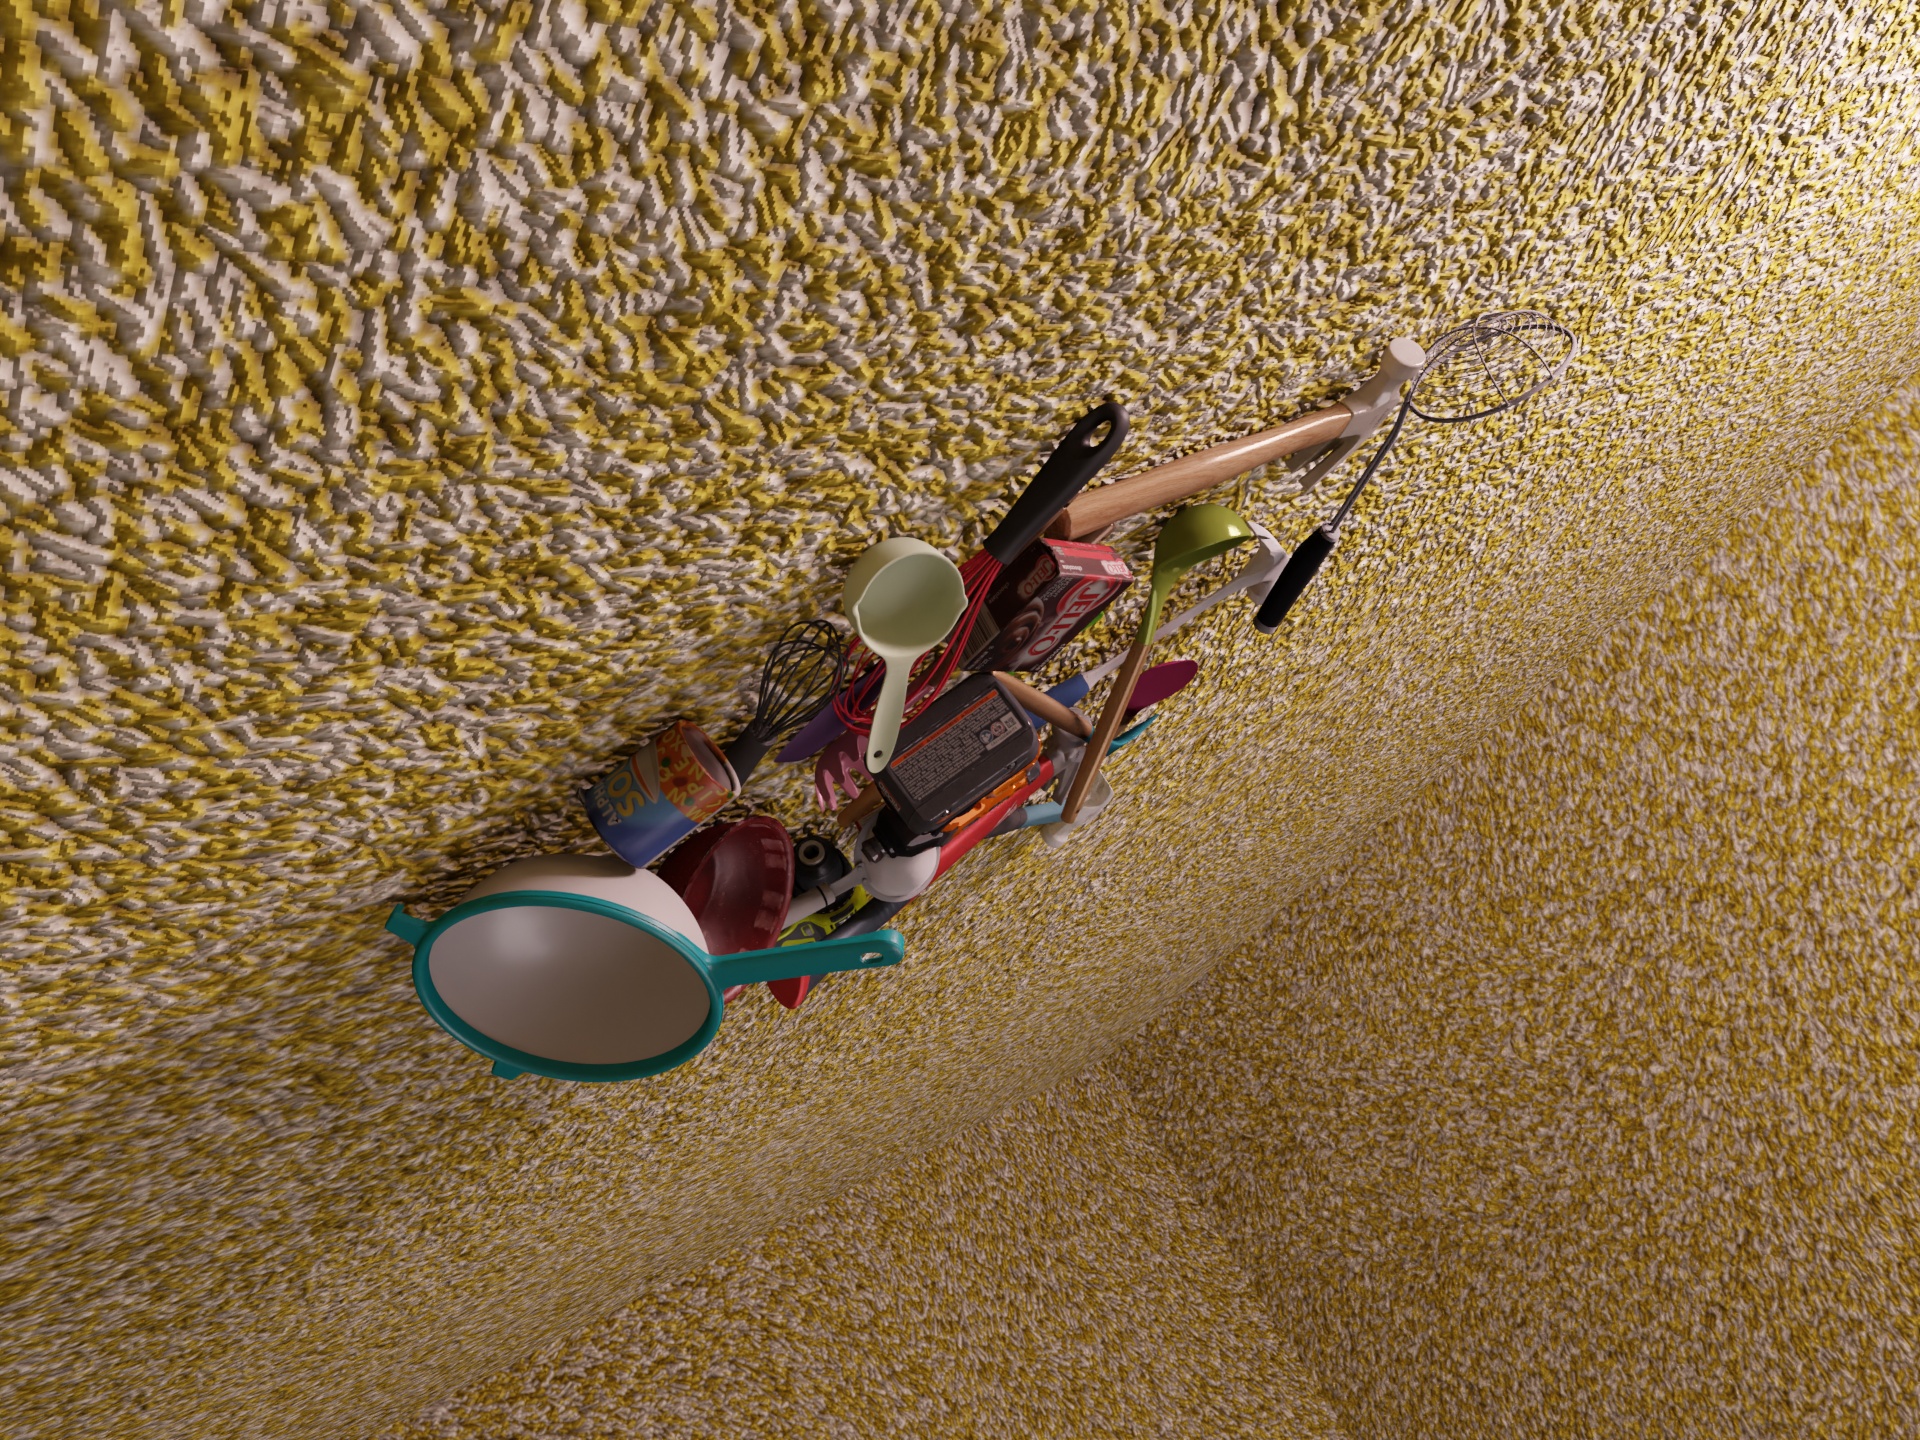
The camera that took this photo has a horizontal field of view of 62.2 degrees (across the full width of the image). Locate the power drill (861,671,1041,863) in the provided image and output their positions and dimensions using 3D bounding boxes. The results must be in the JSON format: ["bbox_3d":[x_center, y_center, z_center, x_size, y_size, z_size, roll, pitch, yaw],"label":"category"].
[{"bbox_3d":[-0.014,0.050,1.246,0.164,0.084,0.226,-36,170,-5],"label":"power drill"}]

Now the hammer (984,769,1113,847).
[{"bbox_3d":[0.050,0.104,1.647,0.128,0.033,0.331,-45,158,30],"label":"hammer"}]

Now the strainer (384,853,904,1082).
[{"bbox_3d":[-0.204,0.149,1.105,0.340,0.095,0.210,-8,133,9],"label":"strainer"}]

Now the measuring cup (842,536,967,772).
[{"bbox_3d":[-0.048,-0.043,1.045,0.083,0.038,0.167,-5,125,-29],"label":"measuring cup"}]

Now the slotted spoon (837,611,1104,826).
[{"bbox_3d":[-0.002,-0.004,1.317,0.313,0.031,0.070,-42,159,28],"label":"slotted spoon"}]

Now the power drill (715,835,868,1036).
[{"bbox_3d":[-0.188,0.195,1.423,0.228,0.080,0.190,-32,156,-11],"label":"power drill"}]

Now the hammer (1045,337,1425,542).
[{"bbox_3d":[0.200,-0.192,1.183,0.331,0.031,0.130,-23,158,-27],"label":"hammer"}]

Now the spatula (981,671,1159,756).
[{"bbox_3d":[0.089,-0.006,1.353,0.082,0.044,0.317,-31,154,17],"label":"spatula"}]

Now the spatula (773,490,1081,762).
[{"bbox_3d":[-0.026,-0.064,1.148,0.316,0.018,0.059,-43,160,27],"label":"spatula"}]

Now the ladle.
[{"bbox_3d":[0.150,-0.037,1.307,0.078,0.062,0.320,-14,134,-45],"label":"ladle"}]

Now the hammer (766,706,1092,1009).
[{"bbox_3d":[-0.024,0.136,1.460,0.386,0.038,0.143,-39,160,-28],"label":"hammer"}]

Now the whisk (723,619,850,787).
[{"bbox_3d":[-0.140,0.006,1.101,0.055,0.055,0.239,-15,158,-42],"label":"whisk"}]

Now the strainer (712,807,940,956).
[{"bbox_3d":[-0.106,0.145,1.343,0.258,0.086,0.050,-27,-161,-19],"label":"strainer"}]

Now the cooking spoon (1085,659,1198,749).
[{"bbox_3d":[0.153,-0.003,1.505,0.068,0.017,0.318,-12,165,-15],"label":"cooking spoon"}]

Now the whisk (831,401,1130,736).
[{"bbox_3d":[0.012,-0.098,1.071,0.295,0.073,0.073,-48,157,21],"label":"whisk"}]

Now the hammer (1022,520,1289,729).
[{"bbox_3d":[0.118,-0.042,1.403,0.405,0.035,0.144,-33,161,-3],"label":"hammer"}]

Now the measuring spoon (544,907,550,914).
[{"bbox_3d":[-0.285,0.134,1.219,0.034,0.018,0.124,-33,168,6],"label":"measuring spoon"}]

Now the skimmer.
[{"bbox_3d":[0.362,-0.187,1.316,0.127,0.090,0.363,-68,-176,-46],"label":"skimmer"}]

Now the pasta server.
[{"bbox_3d":[0.000,-0.042,1.212,0.316,0.040,0.060,-41,168,15],"label":"pasta server"}]
